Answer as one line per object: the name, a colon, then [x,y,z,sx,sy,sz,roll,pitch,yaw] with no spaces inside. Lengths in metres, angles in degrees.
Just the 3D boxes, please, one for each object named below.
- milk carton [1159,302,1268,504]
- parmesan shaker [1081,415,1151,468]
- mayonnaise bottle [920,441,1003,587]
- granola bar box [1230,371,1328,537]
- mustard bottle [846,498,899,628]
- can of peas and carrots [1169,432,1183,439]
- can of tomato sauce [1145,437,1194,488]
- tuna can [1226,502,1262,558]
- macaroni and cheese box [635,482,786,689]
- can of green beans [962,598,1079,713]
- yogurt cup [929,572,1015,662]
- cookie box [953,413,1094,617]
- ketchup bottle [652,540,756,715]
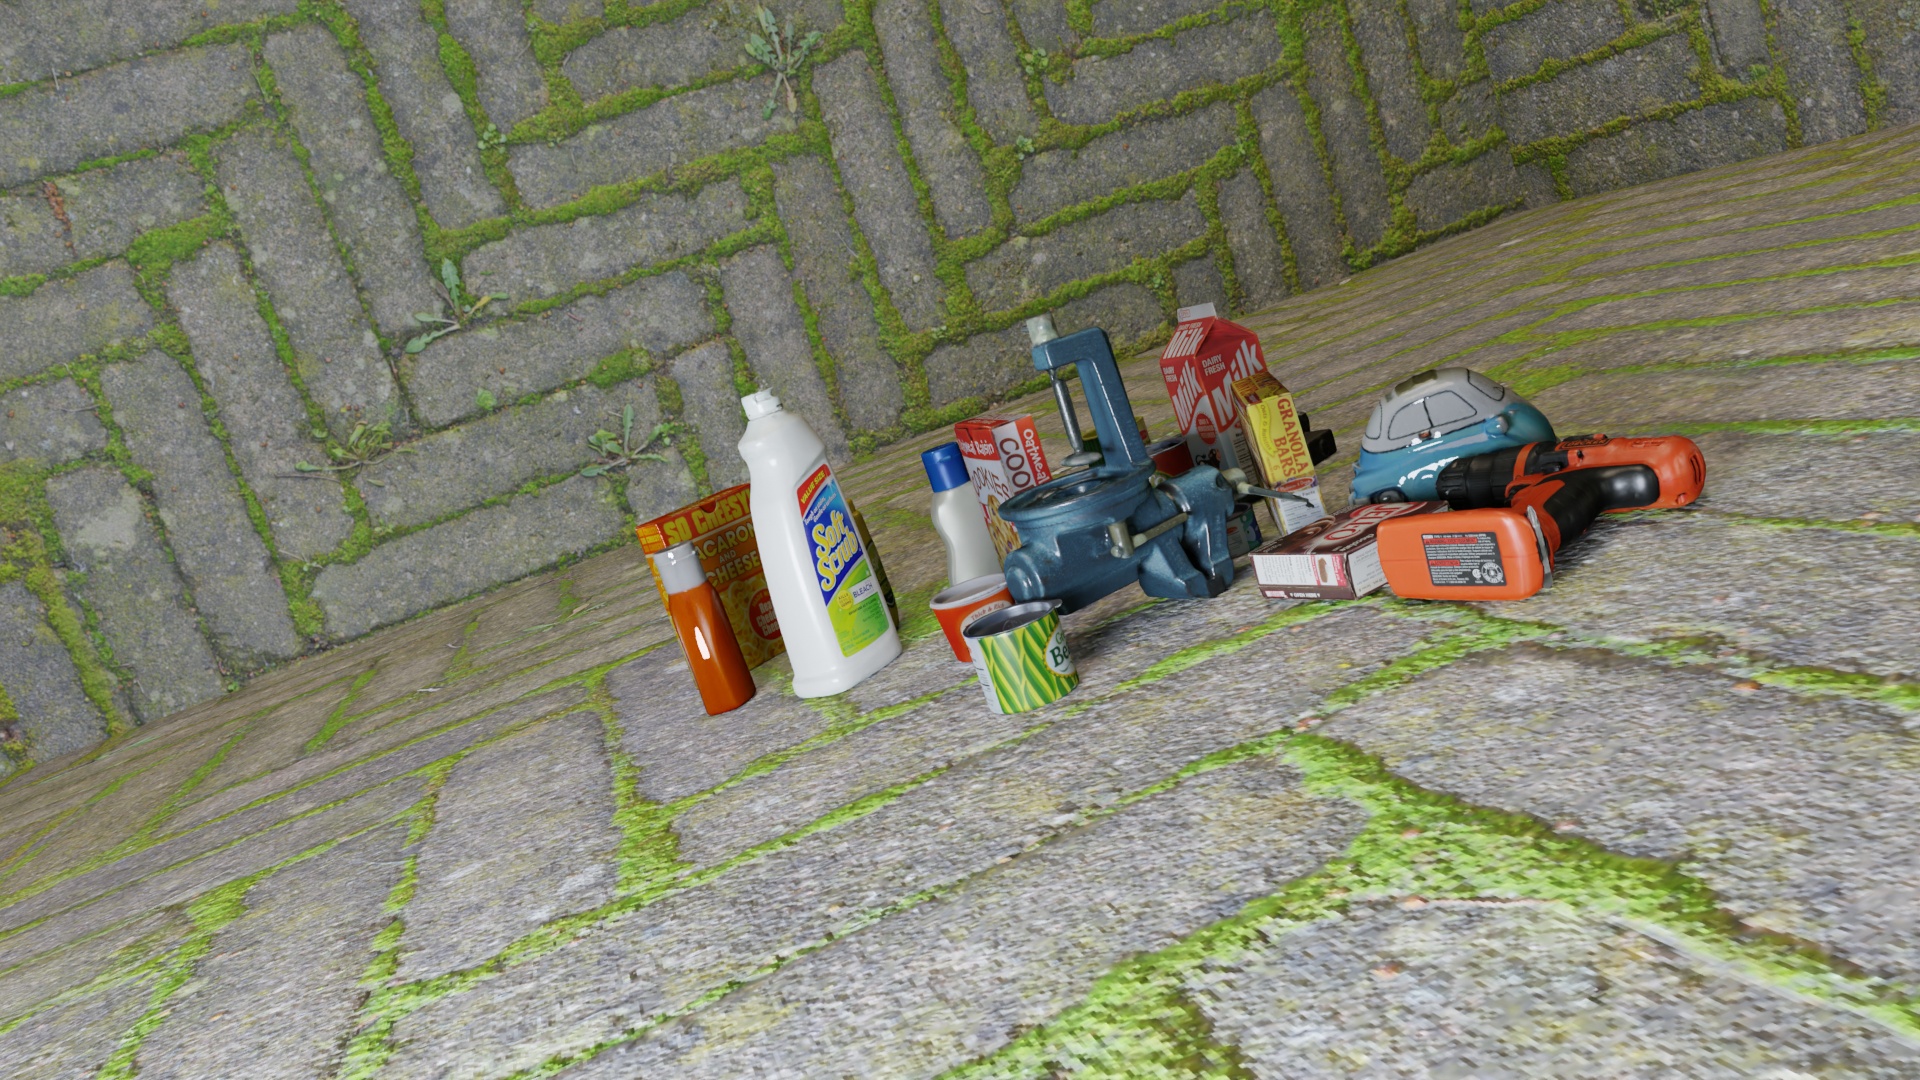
milk carton: [0.251,-0.132,1.322,0.073,0.190,0.072,-22,10,-18]
parmesan shaker: [0.161,-0.062,1.363,0.071,0.103,0.071,-19,9,3]
mayonnaise bottle: [0.005,-0.016,1.273,0.065,0.148,0.041,-20,9,-8]
granola bar box: [0.262,-0.068,1.143,0.039,0.124,0.166,-18,10,10]
mustard bottle: [-0.102,0.014,1.277,0.049,0.160,0.065,-17,9,12]
can of peas and carrots: [0.252,-0.084,1.442,0.071,0.058,0.071,-19,10,3]
can of tomato sauce: [0.187,-0.045,1.278,0.071,0.083,0.071,-19,9,3]
tuna can: [0.216,-0.006,1.158,0.071,0.032,0.071,-18,10,3]
macaroni and cheese box: [-0.227,0.042,1.339,0.040,0.166,0.124,-11,13,43]
can of green beans: [0.042,0.079,0.946,0.071,0.057,0.071,-19,10,3]
yogurt cup: [0.015,0.062,1.100,0.072,0.054,0.072,-19,10,3]
cookie box: [0.050,-0.024,1.176,0.040,0.167,0.123,-21,10,-12]
ketchup bottle: [-0.224,0.074,1.208,0.043,0.148,0.065,-18,9,8]
